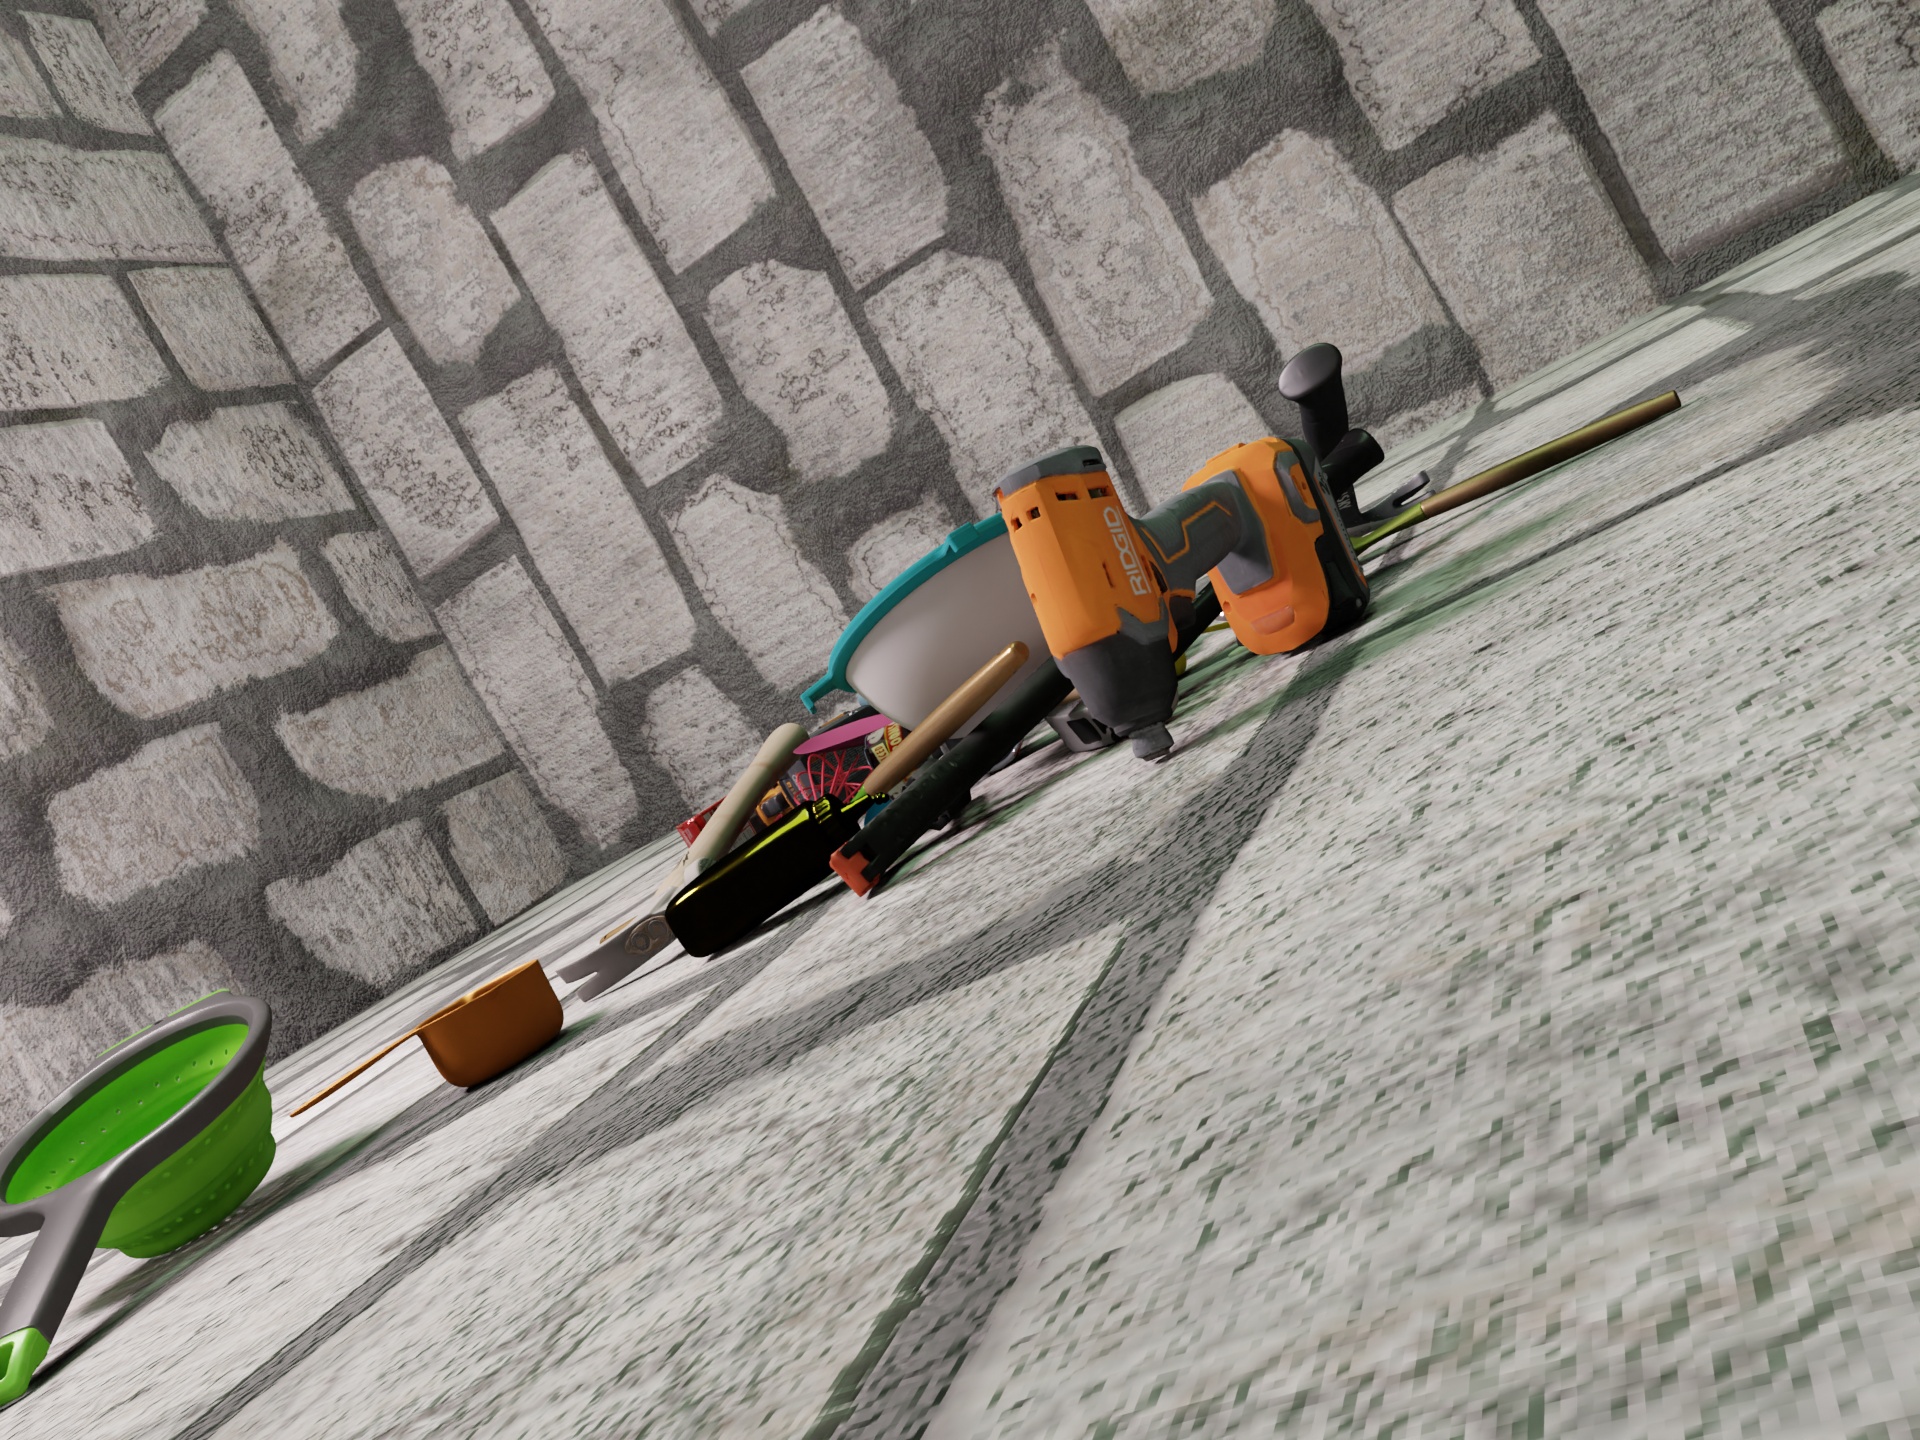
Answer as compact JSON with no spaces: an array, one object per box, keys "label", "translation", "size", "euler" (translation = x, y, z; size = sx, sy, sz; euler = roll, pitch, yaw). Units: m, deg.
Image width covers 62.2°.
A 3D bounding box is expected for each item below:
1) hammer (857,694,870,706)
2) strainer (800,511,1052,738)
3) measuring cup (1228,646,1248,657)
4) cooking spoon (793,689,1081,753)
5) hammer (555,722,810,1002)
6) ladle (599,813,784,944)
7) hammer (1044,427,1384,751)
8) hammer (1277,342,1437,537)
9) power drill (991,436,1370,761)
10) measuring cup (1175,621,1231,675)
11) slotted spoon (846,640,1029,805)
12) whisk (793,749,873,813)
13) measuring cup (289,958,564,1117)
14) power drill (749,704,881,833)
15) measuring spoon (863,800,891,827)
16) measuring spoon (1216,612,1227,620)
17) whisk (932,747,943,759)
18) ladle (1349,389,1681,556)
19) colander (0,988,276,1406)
[{"label":"hammer","translation":[0.011,-0.031,1.493],"size":[0.128,0.033,0.331],"euler":[-35,19,-32]},{"label":"strainer","translation":[0.063,-0.063,1.119],"size":[0.340,0.095,0.211],"euler":[-16,-22,-49]},{"label":"measuring cup","translation":[0.212,-0.080,1.069],"size":[0.083,0.038,0.167],"euler":[-26,2,39]},{"label":"cooking spoon","translation":[-0.002,-0.004,1.292],"size":[0.319,0.017,0.069],"euler":[-12,15,30]},{"label":"hammer","translation":[-0.199,0.091,1.291],"size":[0.146,0.038,0.411],"euler":[-36,10,17]},{"label":"ladle","translation":[-0.231,0.151,1.361],"size":[0.315,0.031,0.069],"euler":[-29,29,44]},{"label":"hammer","translation":[0.180,-0.094,1.060],"size":[0.335,0.035,0.146],"euler":[-44,9,-27]},{"label":"hammer","translation":[0.294,-0.202,1.233],"size":[0.149,0.036,0.408],"euler":[-24,-15,12]},{"label":"power drill","translation":[0.128,-0.072,0.872],"size":[0.226,0.164,0.084],"euler":[-15,-8,-44]},{"label":"measuring cup","translation":[0.176,-0.052,1.155],"size":[0.156,0.029,0.062],"euler":[-17,-2,-25]},{"label":"slotted spoon","translation":[-0.043,0.031,1.021],"size":[0.070,0.031,0.313],"euler":[-40,-2,-43]},{"label":"whisk","translation":[-0.109,0.076,1.290],"size":[0.073,0.073,0.296],"euler":[-29,9,6]},{"label":"measuring cup","translation":[-0.332,0.218,1.008],"size":[0.173,0.052,0.095],"euler":[-33,5,-29]},{"label":"power drill","translation":[-0.172,0.075,1.625],"size":[0.185,0.084,0.226],"euler":[-31,0,-31]},{"label":"measuring spoon","translation":[-0.060,0.073,1.276],"size":[0.042,0.021,0.129],"euler":[-15,15,9]},{"label":"measuring spoon","translation":[0.180,-0.093,1.288],"size":[0.124,0.018,0.034],"euler":[4,18,32]},{"label":"whisk","translation":[-0.001,0.006,1.533],"size":[0.055,0.055,0.239],"euler":[-25,9,48]},{"label":"ladle","translation":[0.362,-0.177,1.171],"size":[0.320,0.062,0.078],"euler":[-24,8,33]},{"label":"colander","translation":[-0.503,0.305,0.968],"size":[0.204,0.094,0.397],"euler":[-29,21,-5]}]
